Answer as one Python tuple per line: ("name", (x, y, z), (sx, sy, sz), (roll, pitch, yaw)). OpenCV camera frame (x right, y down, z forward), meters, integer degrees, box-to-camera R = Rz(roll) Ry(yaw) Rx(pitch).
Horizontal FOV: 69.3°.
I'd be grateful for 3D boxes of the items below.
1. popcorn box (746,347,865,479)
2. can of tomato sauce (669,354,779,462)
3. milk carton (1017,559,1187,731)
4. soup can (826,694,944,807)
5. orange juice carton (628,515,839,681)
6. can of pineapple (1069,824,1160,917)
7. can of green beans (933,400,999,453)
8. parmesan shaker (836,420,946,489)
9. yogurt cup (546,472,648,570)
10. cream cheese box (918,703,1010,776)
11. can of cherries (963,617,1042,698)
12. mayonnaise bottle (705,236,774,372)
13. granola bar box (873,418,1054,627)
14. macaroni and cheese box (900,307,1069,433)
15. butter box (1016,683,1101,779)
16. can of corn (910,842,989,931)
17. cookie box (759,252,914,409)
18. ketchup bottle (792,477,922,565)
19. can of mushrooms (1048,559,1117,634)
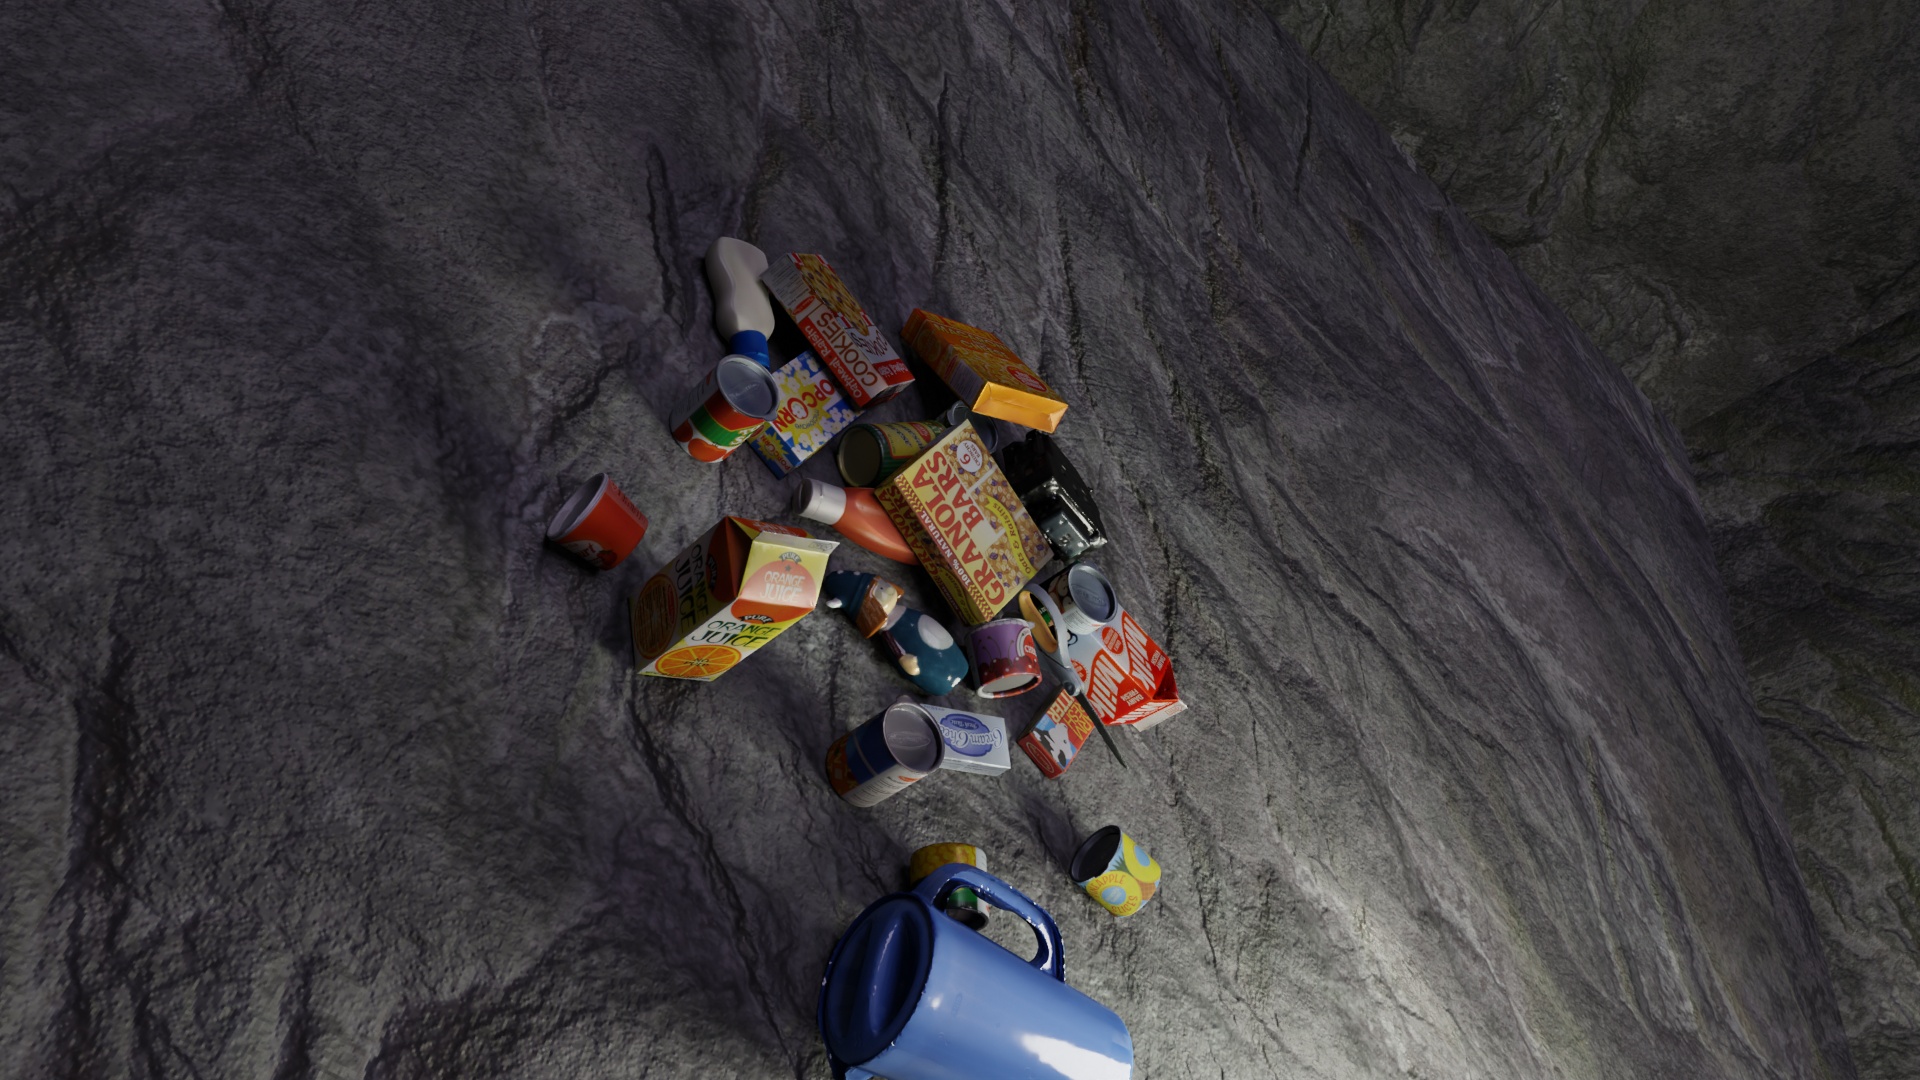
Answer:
("popcorn box", (-0.158, -0.125, 1.348), (0.085, 0.038, 0.127), (51, 39, -6))
("can of tomato sauce", (-0.212, -0.116, 1.252), (0.071, 0.082, 0.071), (26, 47, -31))
("milk carton", (0.150, 0.121, 1.451), (0.190, 0.072, 0.074), (47, 40, -8))
("soup can", (-0.065, 0.180, 1.182), (0.071, 0.083, 0.072), (26, 46, -31))
("orange juice carton", (-0.178, 0.040, 1.084), (0.072, 0.192, 0.073), (12, 55, -41))
("can of pineapple", (0.146, 0.313, 1.310), (0.058, 0.070, 0.071), (43, 40, -13))
("can of green beans", (-0.002, -0.107, 1.476), (0.071, 0.057, 0.071), (26, 47, -31))
("parmesan shaker", (-0.063, -0.084, 1.390), (0.103, 0.071, 0.071), (-8, 68, -48))
("yogurt cup", (-0.289, -0.013, 1.116), (0.054, 0.072, 0.073), (43, 39, -26))
("cream cheese box", (-0.001, 0.186, 1.289), (0.104, 0.024, 0.053), (15, 54, -38))
("can of cherries", (0.044, 0.115, 1.350), (0.071, 0.071, 0.058), (11, 55, -40))
("mayonnaise bottle", (-0.214, -0.226, 1.366), (0.065, 0.041, 0.148), (16, 53, -42))
("granola bar box", (0.005, -0.017, 1.359), (0.125, 0.039, 0.165), (-43, 105, -40))
("macaroni and cheese box", (0.024, -0.186, 1.520), (0.124, 0.040, 0.167), (11, 27, -41))
("butter box", (0.100, 0.187, 1.390), (0.053, 0.024, 0.104), (50, 39, -4))
("can of corn", (-0.012, 0.293, 1.168), (0.071, 0.071, 0.058), (24, 47, -32))
("cookie box", (-0.122, -0.214, 1.415), (0.167, 0.040, 0.123), (53, 15, -1))
("ketchup bottle", (-0.090, -0.023, 1.338), (0.149, 0.043, 0.065), (19, 57, -35))
("can of mushrooms", (0.122, 0.057, 1.387), (0.071, 0.033, 0.071), (24, 48, -30))
